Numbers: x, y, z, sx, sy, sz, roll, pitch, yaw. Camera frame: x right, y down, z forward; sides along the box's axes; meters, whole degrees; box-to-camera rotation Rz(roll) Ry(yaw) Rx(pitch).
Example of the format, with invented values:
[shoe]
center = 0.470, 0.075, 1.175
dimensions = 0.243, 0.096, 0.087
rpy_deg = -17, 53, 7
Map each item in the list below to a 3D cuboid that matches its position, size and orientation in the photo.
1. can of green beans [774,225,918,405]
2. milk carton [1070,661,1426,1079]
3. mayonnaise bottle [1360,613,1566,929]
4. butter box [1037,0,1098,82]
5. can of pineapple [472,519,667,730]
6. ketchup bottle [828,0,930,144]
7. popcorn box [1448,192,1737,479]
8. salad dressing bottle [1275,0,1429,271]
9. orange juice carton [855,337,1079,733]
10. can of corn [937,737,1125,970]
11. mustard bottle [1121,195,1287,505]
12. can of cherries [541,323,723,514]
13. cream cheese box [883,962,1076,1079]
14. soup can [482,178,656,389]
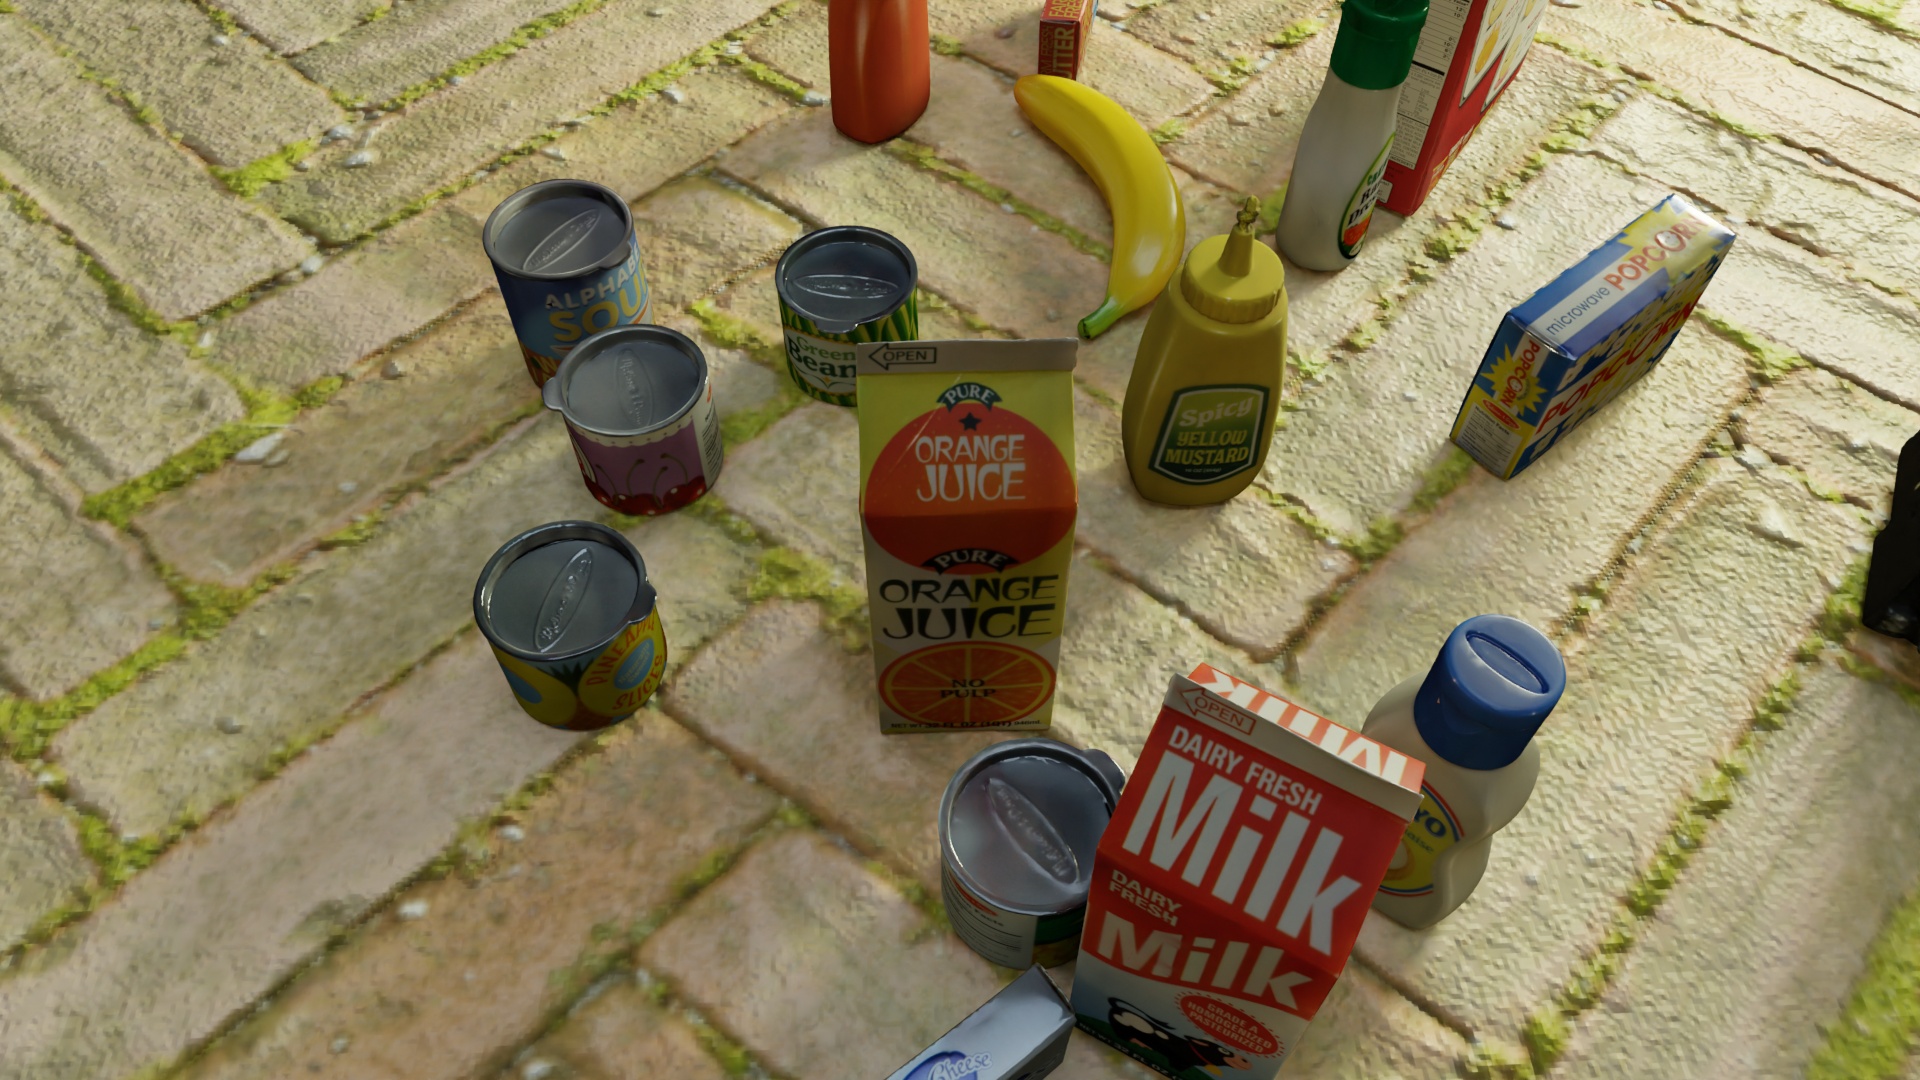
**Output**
[can of green beans]
center = -0.053, -0.107, 0.663
dimensions = 0.071, 0.057, 0.071
rpy_deg = 0, 54, 0
[milk carton]
center = 0.085, 0.105, 0.428
dimensions = 0.072, 0.189, 0.074
rpy_deg = 25, 58, 17
[mayonnaise bottle]
center = 0.162, 0.079, 0.474
dimensions = 0.041, 0.147, 0.065
rpy_deg = -37, 62, -24
[butter box]
center = 0.066, -0.313, 0.819
dimensions = 0.024, 0.052, 0.104
rpy_deg = 10, 54, 7
[can of pineapple]
center = -0.153, 0.036, 0.558
dimensions = 0.071, 0.057, 0.071
rpy_deg = 0, 54, 0
[ketchup bottle]
center = -0.044, -0.289, 0.741
dimensions = 0.043, 0.148, 0.065
rpy_deg = 30, 59, 20
[popcorn box]
center = 0.290, -0.093, 0.640
dimensions = 0.127, 0.084, 0.038
rpy_deg = -34, 61, -22
[salad dressing bottle]
center = 0.191, -0.200, 0.679
dimensions = 0.044, 0.146, 0.064
rpy_deg = 29, 59, 19
[orange juice carton]
center = 0.002, -0.006, 0.507
dimensions = 0.072, 0.191, 0.073
rpy_deg = -1, 54, -1
[can of corn]
center = 0.027, 0.113, 0.503
dimensions = 0.071, 0.058, 0.071
rpy_deg = 0, 54, 0
[mustard bottle]
center = 0.105, -0.078, 0.581
dimensions = 0.065, 0.159, 0.049
rpy_deg = -3, 54, -3
[can of cherries]
center = -0.145, -0.054, 0.623
dimensions = 0.071, 0.058, 0.072
rpy_deg = 0, 54, 0
[cream cheese box]
center = -0.009, 0.185, 0.452
dimensions = 0.104, 0.053, 0.024
rpy_deg = -31, 60, -21
[soup can]
center = -0.178, -0.114, 0.651
dimensions = 0.071, 0.083, 0.072
rpy_deg = 0, 54, 0
